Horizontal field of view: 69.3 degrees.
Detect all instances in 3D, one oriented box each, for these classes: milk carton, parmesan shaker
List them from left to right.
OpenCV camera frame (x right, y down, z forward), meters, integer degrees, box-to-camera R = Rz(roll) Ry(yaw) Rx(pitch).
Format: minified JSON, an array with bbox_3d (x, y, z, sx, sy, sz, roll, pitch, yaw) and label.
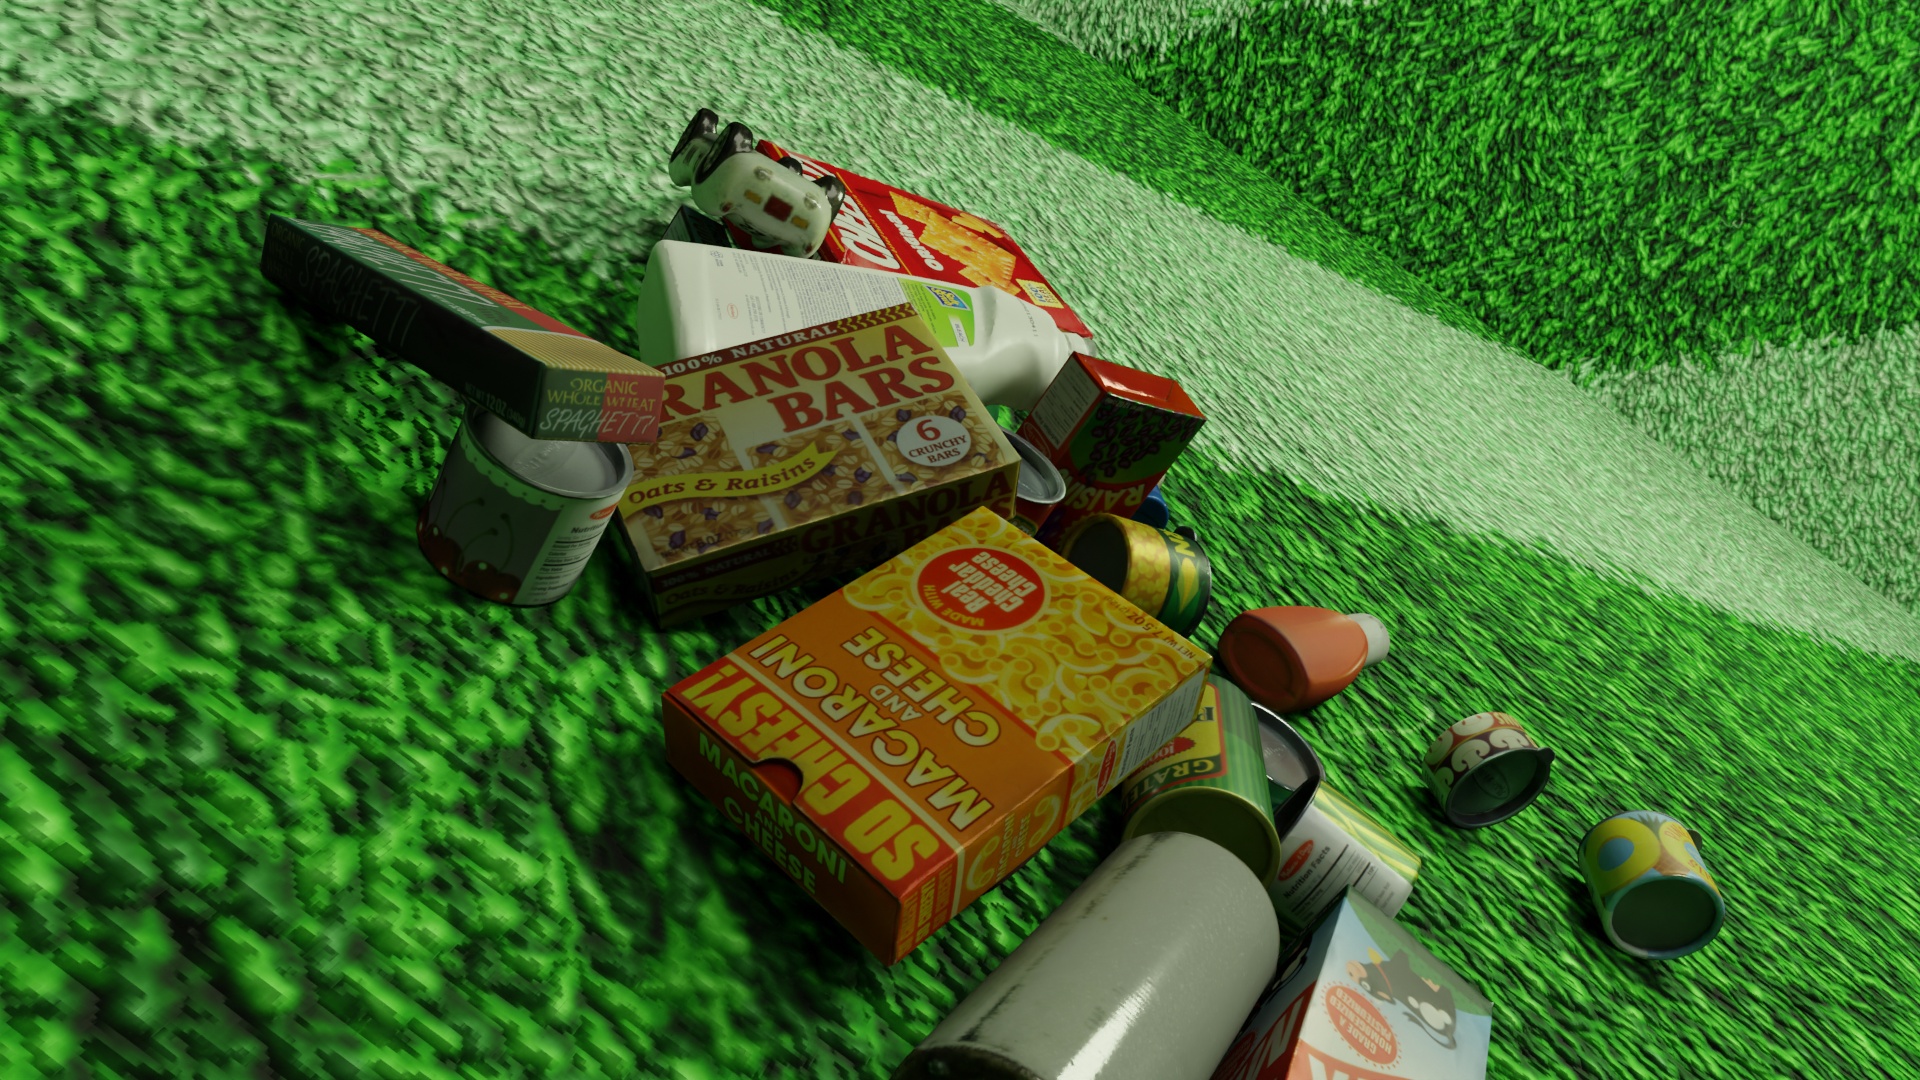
[{"bbox_3d":[0.102,0.112,0.624,0.071,0.071,0.103,31,23,-7],"label":"parmesan shaker"},{"bbox_3d":[0.128,0.208,0.483,0.073,0.072,0.191,40,27,10],"label":"milk carton"}]

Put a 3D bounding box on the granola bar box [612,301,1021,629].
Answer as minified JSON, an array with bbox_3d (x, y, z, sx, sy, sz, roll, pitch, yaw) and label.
[{"bbox_3d":[-0.074,-0.039,0.617,0.166,0.038,0.124,-17,50,-18],"label":"granola bar box"}]

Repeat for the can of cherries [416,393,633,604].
[{"bbox_3d":[-0.172,-0.019,0.541,0.071,0.058,0.072,26,28,-15],"label":"can of cherries"}]

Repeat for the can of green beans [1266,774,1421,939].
[{"bbox_3d":[0.165,0.150,0.629,0.058,0.071,0.071,39,27,9],"label":"can of green beans"}]

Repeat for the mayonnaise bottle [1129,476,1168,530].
[{"bbox_3d":[0.106,-0.054,0.931,0.065,0.041,0.149,25,27,-22],"label":"mayonnaise bottle"}]

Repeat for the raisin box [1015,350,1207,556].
[{"bbox_3d":[0.065,-0.039,0.769,0.086,0.123,0.040,7,38,-42],"label":"raisin box"}]

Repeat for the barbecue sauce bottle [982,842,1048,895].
[{"bbox_3d":[0.025,0.096,0.587,0.065,0.043,0.149,36,25,18],"label":"barbecue sauce bottle"}]

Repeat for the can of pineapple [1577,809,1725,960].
[{"bbox_3d":[0.404,0.200,0.811,0.071,0.070,0.058,30,27,-8],"label":"can of pineapple"}]

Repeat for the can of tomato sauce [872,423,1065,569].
[{"bbox_3d":[0.002,-0.009,0.692,0.071,0.082,0.071,27,27,-15],"label":"can of tomato sauce"}]

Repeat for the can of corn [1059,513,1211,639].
[{"bbox_3d":[0.094,0.020,0.762,0.058,0.071,0.071,15,32,-32],"label":"can of corn"}]

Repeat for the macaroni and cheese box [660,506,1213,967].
[{"bbox_3d":[-0.007,0.061,0.518,0.124,0.040,0.167,34,46,30],"label":"macaroni and cheese box"}]

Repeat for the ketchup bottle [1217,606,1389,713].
[{"bbox_3d":[0.219,0.067,0.853,0.149,0.043,0.065,-3,45,-51],"label":"ketchup bottle"}]

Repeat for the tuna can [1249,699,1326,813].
[{"bbox_3d":[0.151,0.116,0.707,0.071,0.032,0.071,26,27,-15],"label":"tuna can"}]

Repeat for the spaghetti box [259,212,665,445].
[{"bbox_3d":[-0.208,-0.089,0.554,0.250,0.028,0.050,27,18,39],"label":"spaghetti box"}]

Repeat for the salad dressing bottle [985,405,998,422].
[{"bbox_3d":[-0.013,-0.056,0.795,0.064,0.043,0.148,24,25,6],"label":"salad dressing bottle"}]

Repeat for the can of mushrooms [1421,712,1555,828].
[{"bbox_3d":[0.310,0.134,0.815,0.071,0.070,0.033,19,28,-28],"label":"can of mushrooms"}]

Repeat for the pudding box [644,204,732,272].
[{"bbox_3d":[-0.151,-0.147,0.787,0.030,0.049,0.084,22,28,-35],"label":"pudding box"}]
